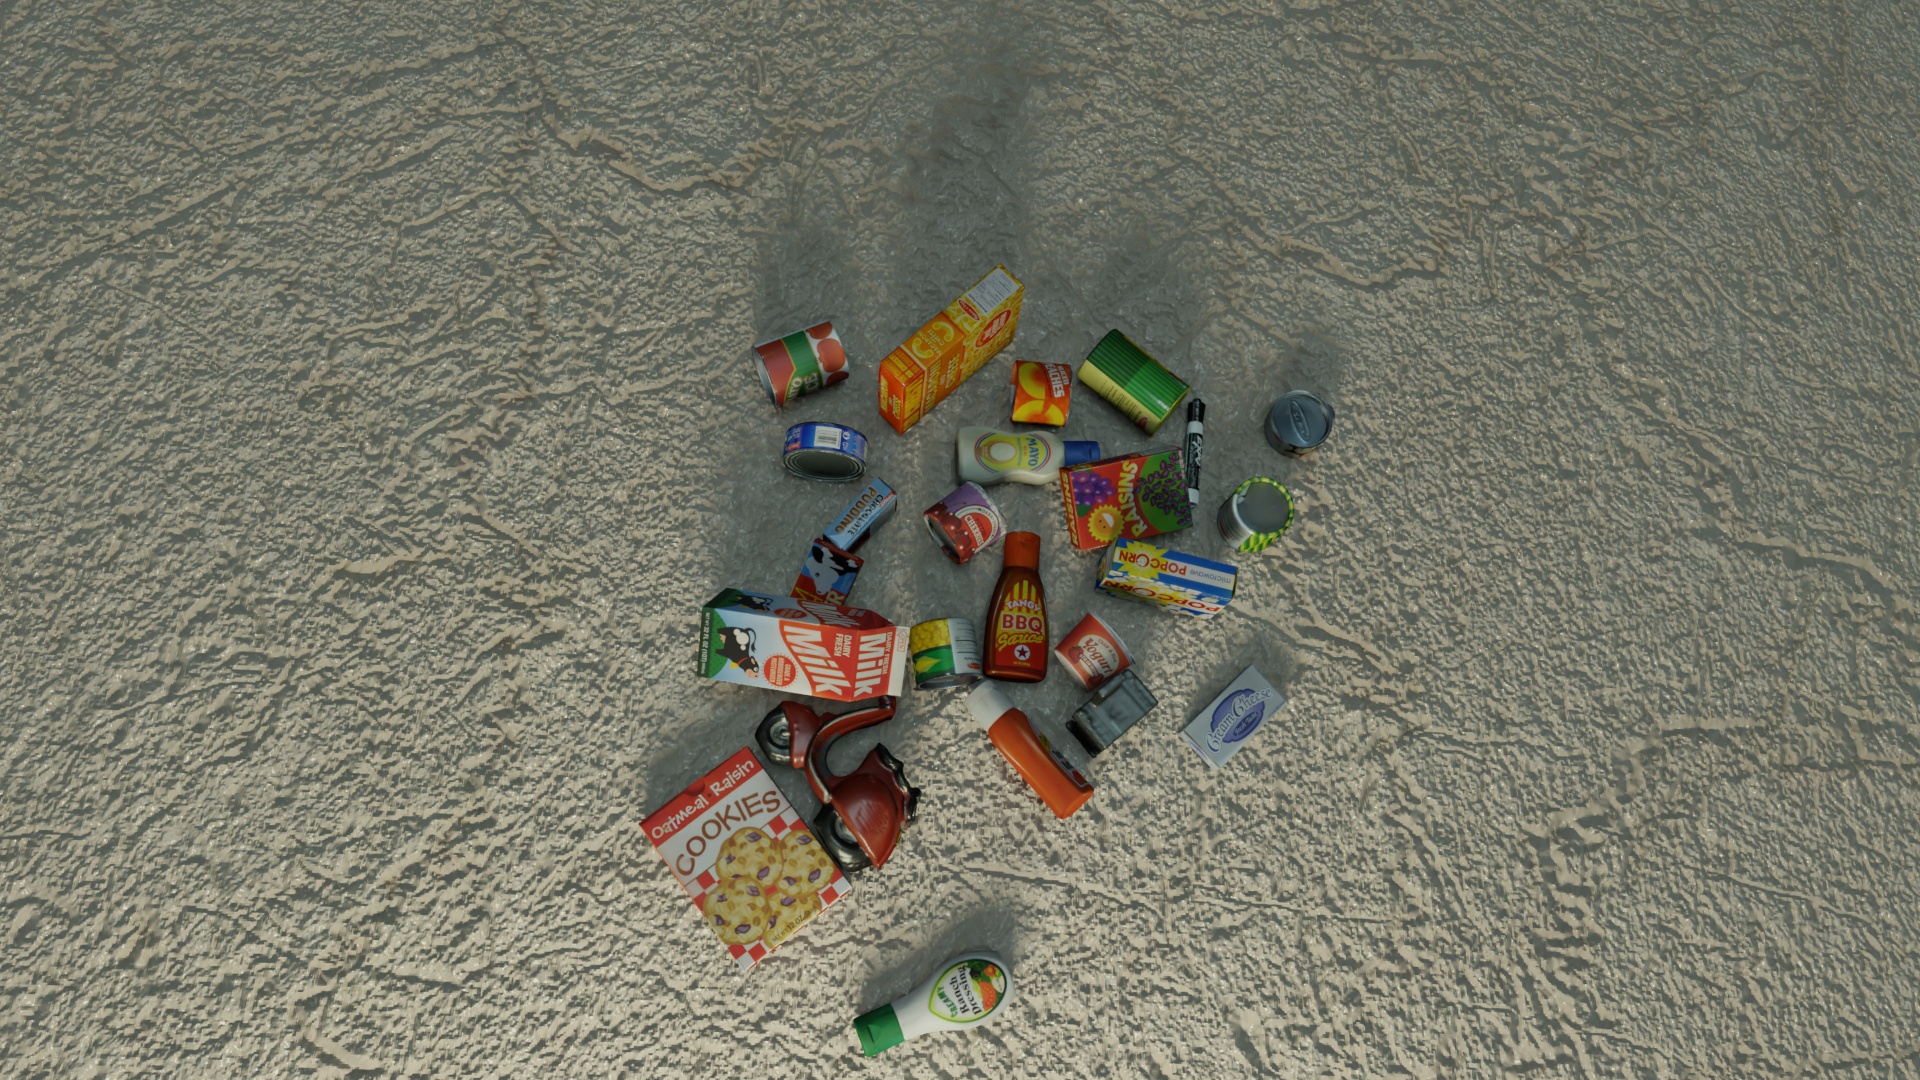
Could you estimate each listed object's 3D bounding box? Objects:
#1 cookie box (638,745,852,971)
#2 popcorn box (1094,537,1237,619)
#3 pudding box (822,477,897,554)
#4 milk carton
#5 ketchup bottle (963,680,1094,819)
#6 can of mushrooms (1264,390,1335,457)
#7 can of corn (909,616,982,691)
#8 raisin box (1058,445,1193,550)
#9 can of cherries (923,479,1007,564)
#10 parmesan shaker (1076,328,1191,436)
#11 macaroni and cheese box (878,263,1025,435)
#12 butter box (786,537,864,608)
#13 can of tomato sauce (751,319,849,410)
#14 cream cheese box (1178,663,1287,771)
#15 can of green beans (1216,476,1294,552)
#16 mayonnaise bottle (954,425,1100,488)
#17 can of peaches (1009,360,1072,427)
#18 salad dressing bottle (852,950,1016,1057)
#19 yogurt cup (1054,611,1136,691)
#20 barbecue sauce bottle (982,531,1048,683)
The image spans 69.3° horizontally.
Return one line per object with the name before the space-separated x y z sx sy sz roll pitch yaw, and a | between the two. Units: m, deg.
cookie box | -0.199 0.295 1.295 0.123 0.040 0.167 -36 79 -15
popcorn box | 0.205 0.039 1.395 0.127 0.085 0.038 14 73 -2
pudding box | -0.101 -0.019 1.399 0.030 0.049 0.084 41 73 8
milk carton | -0.146 0.100 1.318 0.191 0.073 0.072 9 104 6
ketchup bottle | 0.064 0.201 1.343 0.043 0.064 0.149 -44 73 3
can of mushrooms | 0.364 -0.125 1.490 0.071 0.033 0.071 2 72 -5
can of corn | -0.017 0.112 1.360 0.071 0.071 0.058 -7 73 -8
raisin box | 0.170 -0.045 1.425 0.123 0.040 0.086 -12 102 -10
can of cherries | 0.005 -0.018 1.399 0.058 0.071 0.071 -35 80 -15
parmesan shaker | 0.183 -0.169 1.464 0.103 0.071 0.071 40 73 7
macaroni and cheese box | -0.012 -0.194 1.425 0.167 0.123 0.040 -41 78 -16
butter box | -0.139 0.054 1.361 0.053 0.024 0.103 25 102 2
can of tomato sauce | -0.164 -0.182 1.435 0.083 0.071 0.071 -23 77 -13
cream cheese box | 0.273 0.177 1.390 0.104 0.024 0.053 -41 80 -16
can of green beans | 0.306 -0.027 1.440 0.071 0.057 0.071 2 73 -6
mayonnaise bottle | 0.069 -0.087 1.442 0.148 0.041 0.065 0 74 -7
can of peaches | 0.083 -0.155 1.450 0.058 0.071 0.071 5 73 -3
salad dressing bottle | -0.024 0.426 1.271 0.148 0.044 0.064 -21 75 -12
yogurt cup | 0.130 0.112 1.376 0.054 0.072 0.072 -39 80 -7
barbecue sauce bottle | 0.058 0.066 1.392 0.065 0.043 0.149 9 71 -13
